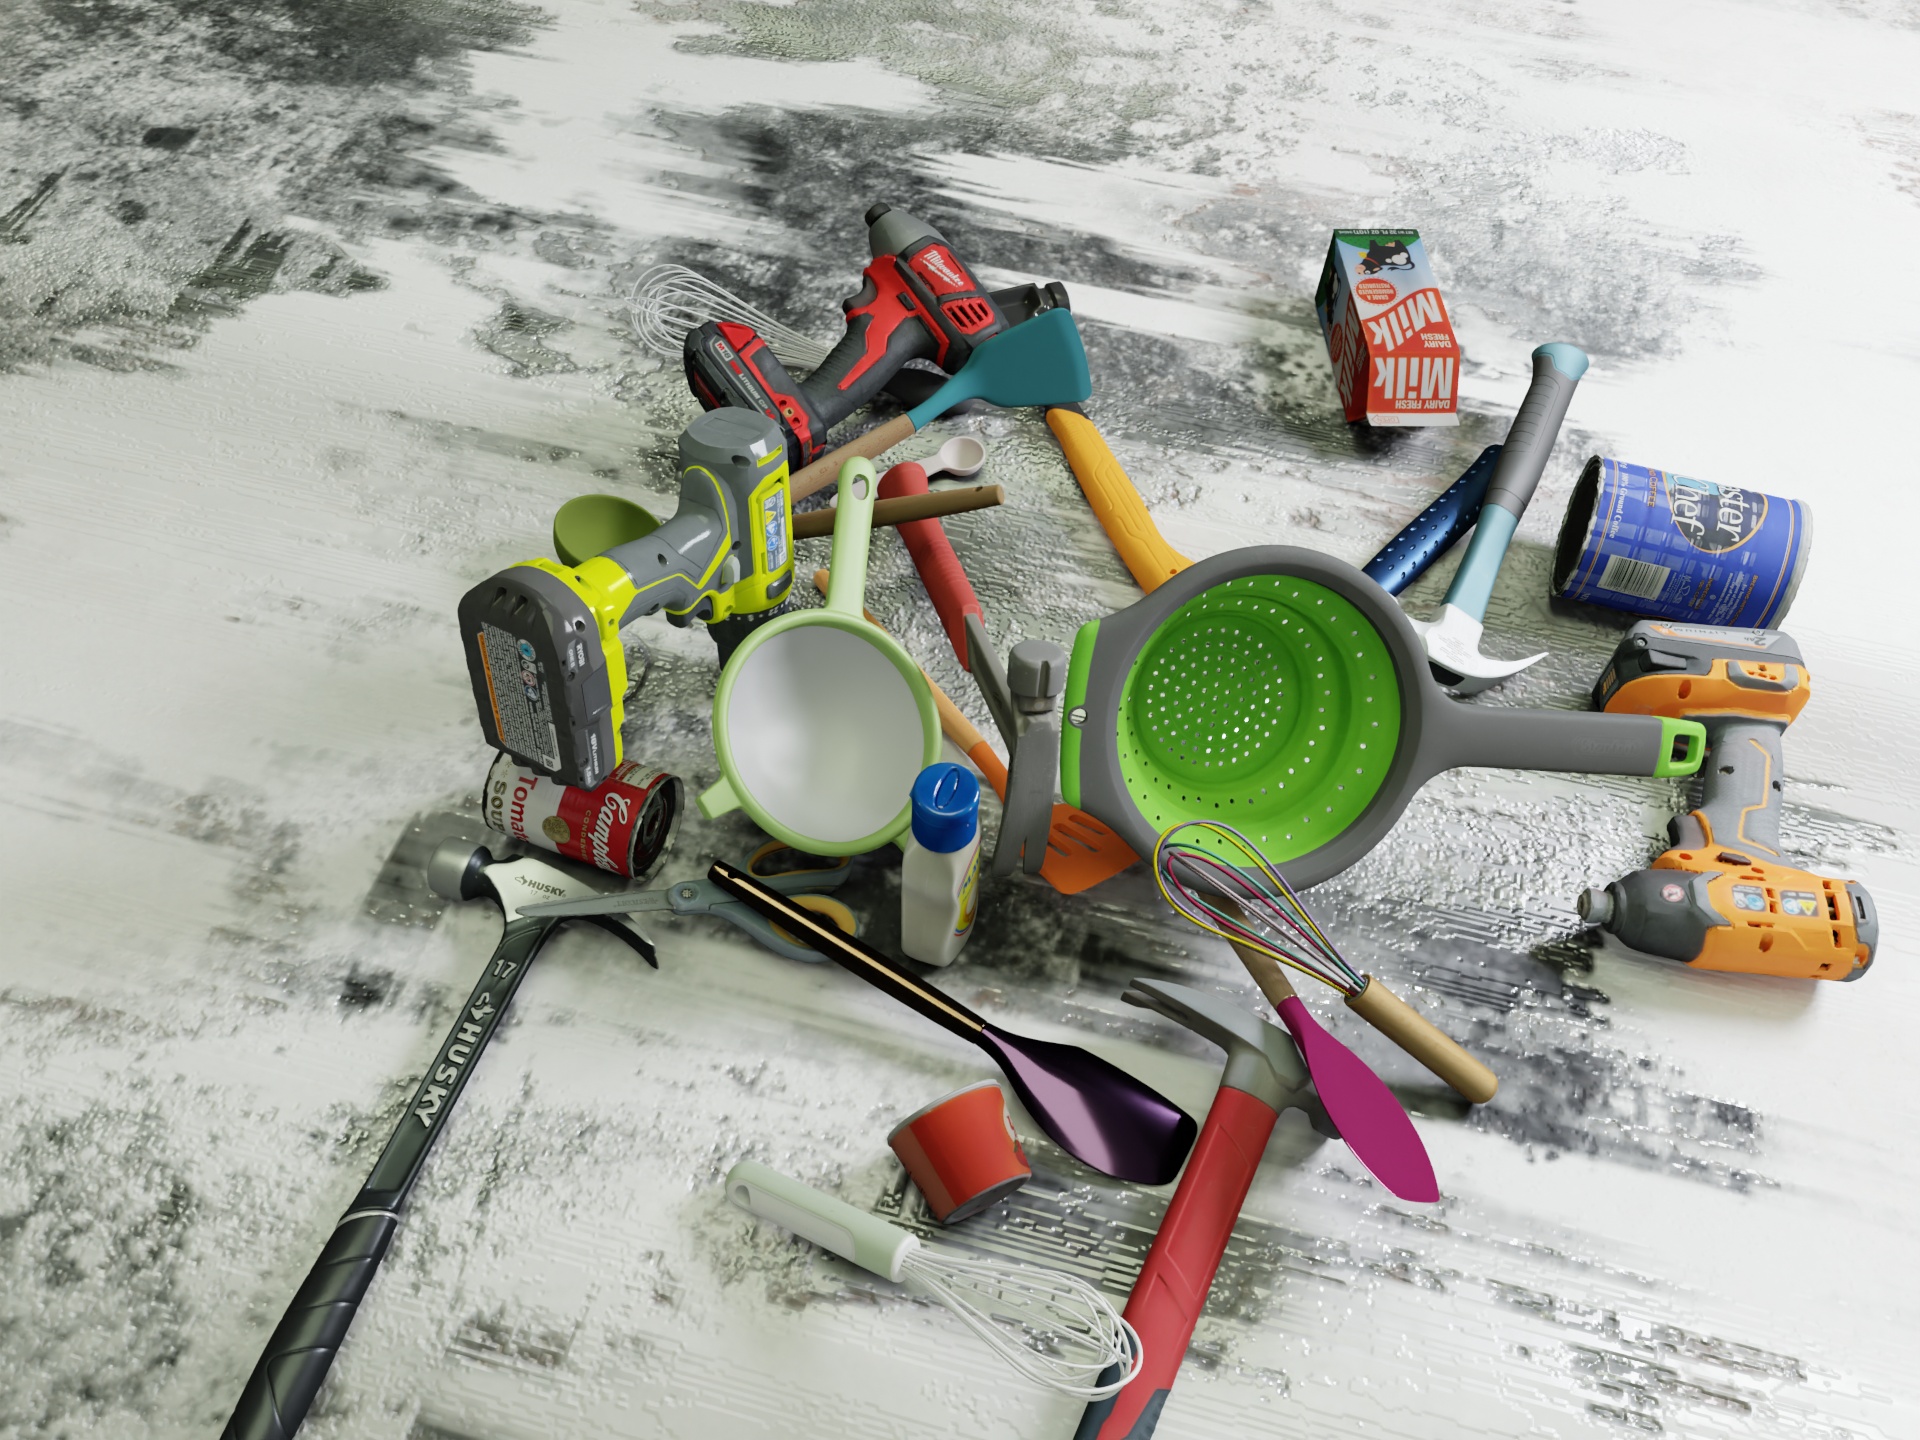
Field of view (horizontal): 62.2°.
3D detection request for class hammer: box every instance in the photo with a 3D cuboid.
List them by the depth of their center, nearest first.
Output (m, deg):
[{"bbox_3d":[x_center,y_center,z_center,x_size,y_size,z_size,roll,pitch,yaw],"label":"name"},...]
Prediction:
[{"bbox_3d":[0.078,0.312,0.798,0.143,0.038,0.386,27,58,8],"label":"hammer"},{"bbox_3d":[-0.298,0.248,0.839,0.149,0.036,0.409,16,55,8],"label":"hammer"},{"bbox_3d":[-0.002,-0.063,1.021,0.036,0.149,0.359,-4,34,-14],"label":"hammer"},{"bbox_3d":[0.266,-0.081,1.105,0.144,0.035,0.405,39,61,23],"label":"hammer"},{"bbox_3d":[0.385,-0.155,1.128,0.128,0.033,0.331,34,61,-6],"label":"hammer"},{"bbox_3d":[0.083,-0.209,1.193,0.127,0.034,0.337,-16,56,-15],"label":"hammer"}]

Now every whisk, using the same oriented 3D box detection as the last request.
[{"bbox_3d":[-0.021,0.273,0.795,0.246,0.057,0.059,15,24,30],"label":"whisk"},{"bbox_3d":[0.202,0.140,0.887,0.245,0.051,0.047,38,43,-8],"label":"whisk"},{"bbox_3d":[-0.126,-0.285,1.229,0.284,0.070,0.070,18,55,5],"label":"whisk"}]

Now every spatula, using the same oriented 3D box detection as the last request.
[{"bbox_3d":[-0.011,0.166,0.904,0.316,0.018,0.060,31,58,10],"label":"spatula"},{"bbox_3d":[-0.002,-0.003,1.033,0.081,0.041,0.323,-26,57,-28],"label":"spatula"},{"bbox_3d":[-0.054,-0.198,1.144,0.317,0.082,0.044,-31,46,-8],"label":"spatula"}]

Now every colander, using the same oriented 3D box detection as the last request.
[{"bbox_3d":[0.245,0.000,0.952,0.397,0.204,0.094,3,11,-10],"label":"colander"}]

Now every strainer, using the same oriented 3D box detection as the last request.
[{"bbox_3d":[-0.087,-0.038,0.989,0.151,0.069,0.256,14,70,-27],"label":"strainer"}]

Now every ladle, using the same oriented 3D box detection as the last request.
[{"bbox_3d":[-0.126,-0.136,1.053,0.320,0.062,0.078,-6,40,21],"label":"ladle"}]

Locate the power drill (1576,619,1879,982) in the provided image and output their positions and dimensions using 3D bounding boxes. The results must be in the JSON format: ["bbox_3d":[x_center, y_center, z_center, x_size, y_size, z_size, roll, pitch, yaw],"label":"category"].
[{"bbox_3d":[0.460,0.050,0.993,0.164,0.084,0.227,5,57,3],"label":"power drill"}]

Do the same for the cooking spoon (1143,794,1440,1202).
[{"bbox_3d":[0.174,0.144,0.907,0.068,0.017,0.319,16,30,-35],"label":"cooking spoon"}]

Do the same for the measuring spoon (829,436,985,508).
[{"bbox_3d":[-0.039,-0.178,1.180,0.124,0.018,0.034,-22,58,-10],"label":"measuring spoon"}]

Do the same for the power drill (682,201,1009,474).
[{"bbox_3d":[-0.088,-0.283,1.170,0.219,0.078,0.143,-34,83,-13],"label":"power drill"}]

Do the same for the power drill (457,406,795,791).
[{"bbox_3d":[-0.180,-0.059,0.951,0.080,0.190,0.228,22,43,24],"label":"power drill"}]
